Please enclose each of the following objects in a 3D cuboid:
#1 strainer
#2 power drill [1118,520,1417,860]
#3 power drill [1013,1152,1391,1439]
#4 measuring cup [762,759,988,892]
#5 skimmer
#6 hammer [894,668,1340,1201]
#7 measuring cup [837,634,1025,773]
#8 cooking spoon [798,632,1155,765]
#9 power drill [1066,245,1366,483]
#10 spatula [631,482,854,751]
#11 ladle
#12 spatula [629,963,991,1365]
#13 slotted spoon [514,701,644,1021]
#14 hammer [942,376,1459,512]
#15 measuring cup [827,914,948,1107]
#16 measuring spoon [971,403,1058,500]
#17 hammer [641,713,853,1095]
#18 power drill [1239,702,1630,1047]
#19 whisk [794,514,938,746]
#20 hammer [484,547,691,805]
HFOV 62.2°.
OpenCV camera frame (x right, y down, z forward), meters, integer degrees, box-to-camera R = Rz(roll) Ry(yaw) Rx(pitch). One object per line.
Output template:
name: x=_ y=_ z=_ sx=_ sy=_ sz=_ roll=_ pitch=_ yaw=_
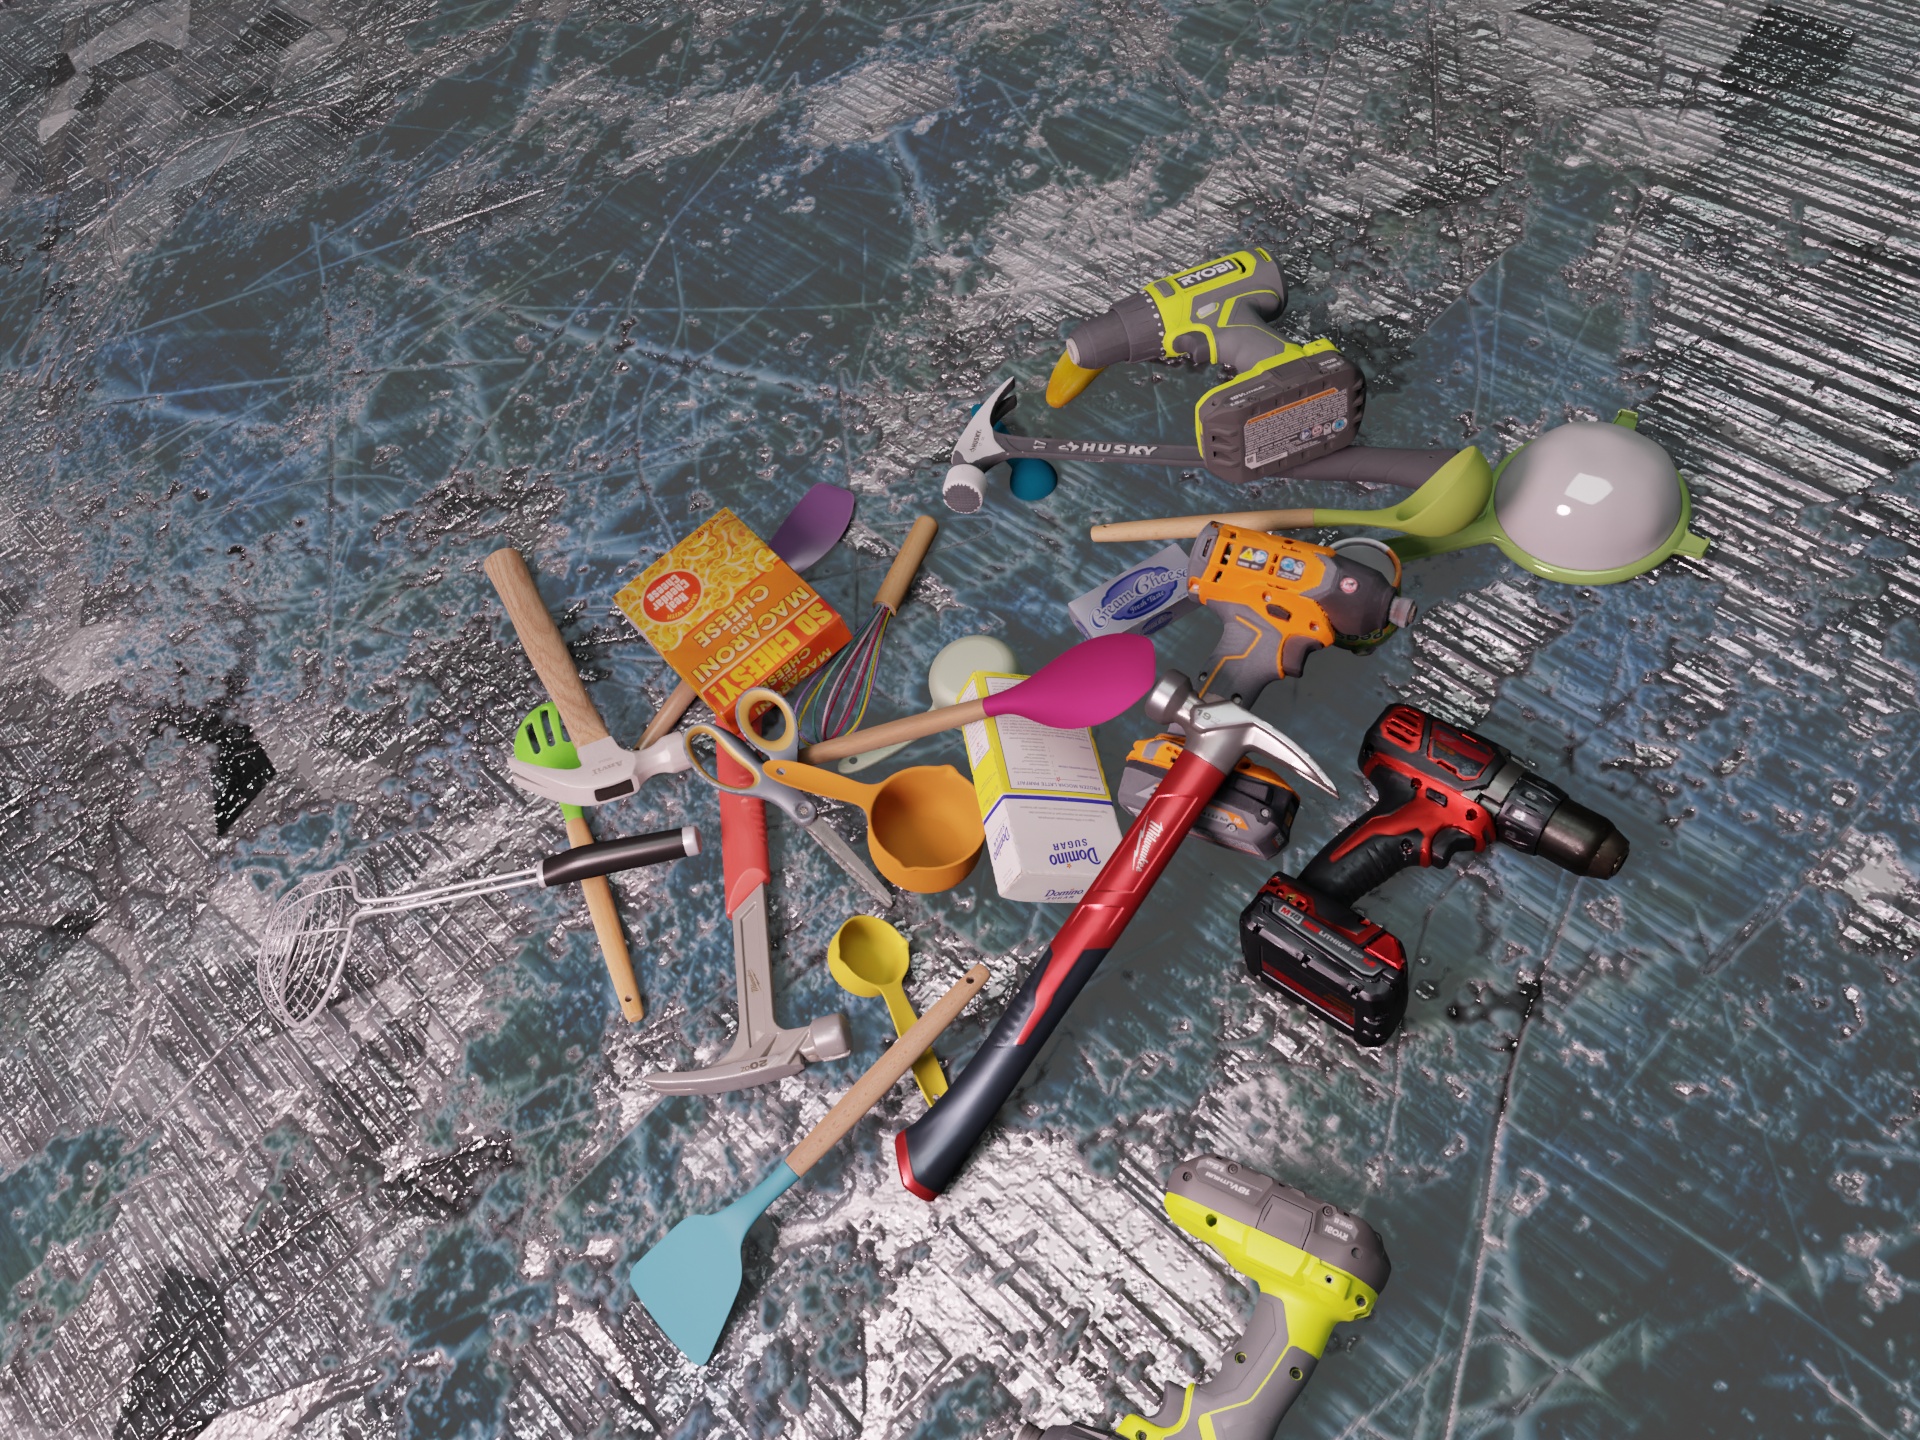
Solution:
strainer: x=0.426 y=-0.168 z=1.210 sx=0.256 sy=0.069 sz=0.152 roll=-14 pitch=56 yaw=4
power drill: x=0.218 y=-0.022 z=1.133 sx=0.164 sy=0.084 sz=0.226 roll=17 pitch=80 yaw=23
power drill: x=0.144 y=0.380 z=0.934 sx=0.171 sy=0.080 sz=0.223 roll=19 pitch=68 yaw=24
measuring cup: x=-0.065 y=0.071 z=1.177 sx=0.173 sy=0.052 sz=0.095 roll=17 pitch=56 yaw=9
skimmer: x=-0.369 y=0.144 z=1.221 sx=0.363 sy=0.090 sz=0.127 roll=-12 pitch=52 yaw=2
hammer: x=0.091 y=0.159 z=1.053 sx=0.143 sy=0.038 sz=0.386 roll=33 pitch=86 yaw=21
measuring cup: x=-0.027 y=-0.010 z=1.245 sx=0.167 sy=0.038 sz=0.083 roll=-30 pitch=56 yaw=-8
cooking spoon: x=-0.002 y=-0.004 z=1.155 sx=0.319 sy=0.017 sz=0.069 roll=-16 pitch=59 yaw=30
power drill: x=0.208 y=-0.294 z=1.304 sx=0.190 sy=0.080 sz=0.229 roll=-21 pitch=46 yaw=-5
spatula: x=-0.186 y=-0.083 z=1.346 sx=0.060 sy=0.018 sz=0.316 roll=22 pitch=65 yaw=26
ladle: x=0.248 y=-0.167 z=1.237 sx=0.320 sy=0.062 sz=0.078 roll=-1 pitch=31 yaw=28
spatula: x=-0.092 y=0.282 z=1.065 sx=0.317 sy=0.044 sz=0.082 roll=-44 pitch=61 yaw=-12
slotted spoon: x=-0.295 y=0.100 z=1.254 sx=0.070 sy=0.031 sz=0.314 roll=-23 pitch=57 yaw=-5
hammer: x=0.198 y=-0.219 z=1.309 sx=0.409 sy=0.036 sz=0.149 roll=5 pitch=49 yaw=13
measuring cup: x=-0.047 y=0.211 z=1.117 sx=0.062 sy=0.029 sz=0.157 roll=-7 pitch=62 yaw=-39
measuring spoon: x=0.041 y=-0.241 z=1.384 sx=0.042 sy=0.021 sz=0.129 roll=-30 pitch=58 yaw=-6
hammer: x=-0.173 y=0.105 z=1.213 sx=0.149 sy=0.036 sz=0.359 roll=-13 pitch=57 yaw=6
power drill: x=0.314 y=0.106 z=1.064 sx=0.188 sy=0.080 sz=0.227 roll=31 pitch=67 yaw=29
whisk: x=-0.067 y=-0.073 z=1.296 sx=0.047 sy=0.051 sz=0.245 roll=-15 pitch=41 yaw=48
hammer: x=-0.341 y=-0.045 z=1.329 sx=0.130 sy=0.031 sz=0.332 roll=-21 pitch=46 yaw=-18
